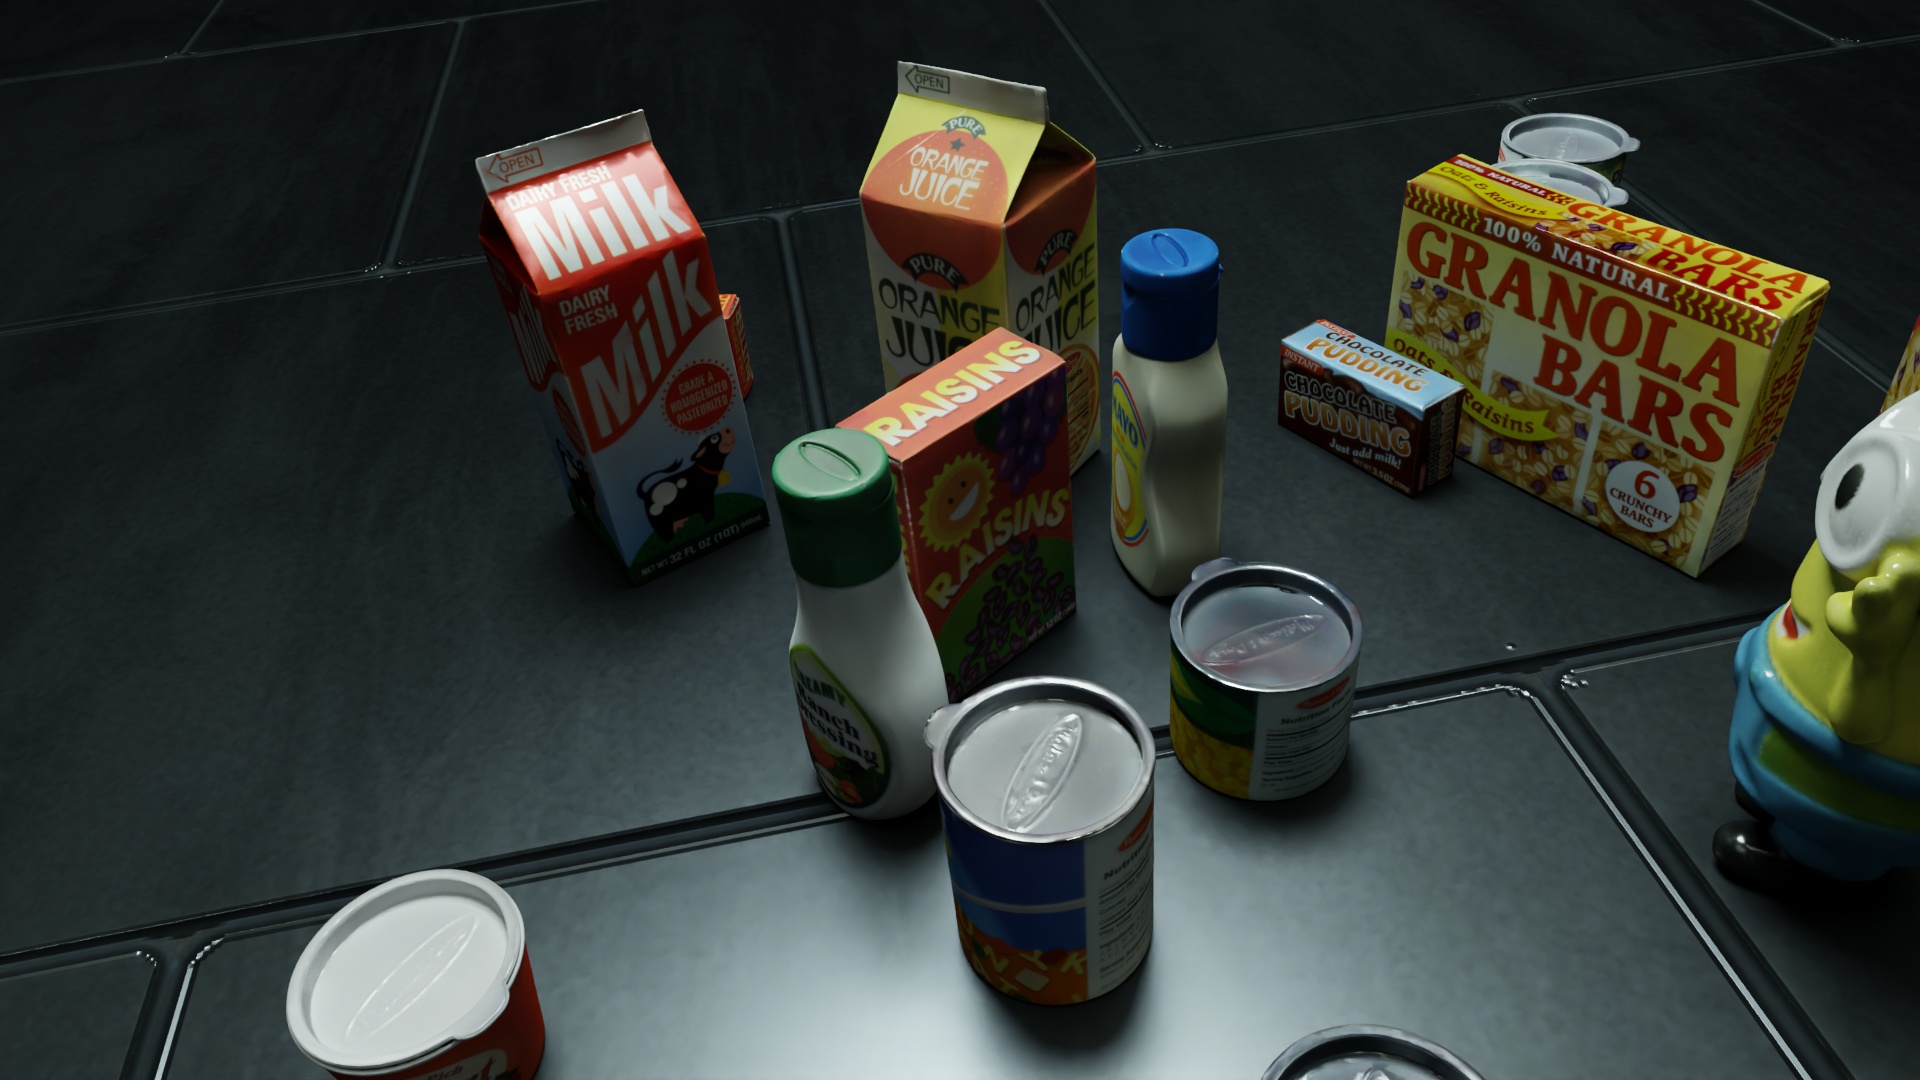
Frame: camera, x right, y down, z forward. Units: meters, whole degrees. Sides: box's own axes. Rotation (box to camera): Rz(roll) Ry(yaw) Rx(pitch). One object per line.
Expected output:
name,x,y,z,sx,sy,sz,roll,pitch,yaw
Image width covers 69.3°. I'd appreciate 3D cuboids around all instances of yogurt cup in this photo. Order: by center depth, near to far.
yogurt cup,-0.161,0.143,0.423,0.072,0.053,0.073,-3,39,3

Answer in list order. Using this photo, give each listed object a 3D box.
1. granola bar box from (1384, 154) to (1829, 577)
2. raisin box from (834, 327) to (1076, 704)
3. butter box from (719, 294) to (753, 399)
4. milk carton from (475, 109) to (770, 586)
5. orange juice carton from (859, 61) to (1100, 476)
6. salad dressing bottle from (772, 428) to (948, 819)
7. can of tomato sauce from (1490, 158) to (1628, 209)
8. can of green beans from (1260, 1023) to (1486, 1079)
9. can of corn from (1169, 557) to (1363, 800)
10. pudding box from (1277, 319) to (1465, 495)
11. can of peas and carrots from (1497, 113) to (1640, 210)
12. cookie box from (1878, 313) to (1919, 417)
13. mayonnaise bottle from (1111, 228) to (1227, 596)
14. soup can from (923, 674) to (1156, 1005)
granola bar box,0.259,-0.077,0.587,0.039,0.123,0.166,-28,44,-25
raisin box,0.002,-0.007,0.532,0.086,0.122,0.040,-34,47,-30
butter box,-0.162,-0.101,0.725,0.103,0.052,0.024,2,40,10
milk carton,-0.144,-0.083,0.591,0.072,0.189,0.073,-27,43,-24
orange juice carton,0.012,-0.109,0.602,0.072,0.191,0.073,20,46,29
salad dressing bottle,-0.034,0.031,0.471,0.044,0.146,0.064,-33,46,-29
can of tomato sauce,0.284,-0.137,0.690,0.071,0.082,0.071,-4,39,3
can of green beans,0.106,0.169,0.355,0.071,0.057,0.071,-3,39,3
can of corn,0.107,0.049,0.502,0.071,0.058,0.071,-3,39,3
pudding box,0.186,-0.062,0.637,0.030,0.049,0.084,-28,44,-25
can of peas and carrots,0.337,-0.199,0.779,0.071,0.058,0.071,-3,39,3
cookie box,0.388,-0.060,0.515,0.040,0.166,0.123,10,41,19
mayonnaise bottle,0.082,-0.050,0.557,0.041,0.147,0.065,-12,39,-8
soup can,0.026,0.094,0.437,0.071,0.083,0.072,-4,39,3
